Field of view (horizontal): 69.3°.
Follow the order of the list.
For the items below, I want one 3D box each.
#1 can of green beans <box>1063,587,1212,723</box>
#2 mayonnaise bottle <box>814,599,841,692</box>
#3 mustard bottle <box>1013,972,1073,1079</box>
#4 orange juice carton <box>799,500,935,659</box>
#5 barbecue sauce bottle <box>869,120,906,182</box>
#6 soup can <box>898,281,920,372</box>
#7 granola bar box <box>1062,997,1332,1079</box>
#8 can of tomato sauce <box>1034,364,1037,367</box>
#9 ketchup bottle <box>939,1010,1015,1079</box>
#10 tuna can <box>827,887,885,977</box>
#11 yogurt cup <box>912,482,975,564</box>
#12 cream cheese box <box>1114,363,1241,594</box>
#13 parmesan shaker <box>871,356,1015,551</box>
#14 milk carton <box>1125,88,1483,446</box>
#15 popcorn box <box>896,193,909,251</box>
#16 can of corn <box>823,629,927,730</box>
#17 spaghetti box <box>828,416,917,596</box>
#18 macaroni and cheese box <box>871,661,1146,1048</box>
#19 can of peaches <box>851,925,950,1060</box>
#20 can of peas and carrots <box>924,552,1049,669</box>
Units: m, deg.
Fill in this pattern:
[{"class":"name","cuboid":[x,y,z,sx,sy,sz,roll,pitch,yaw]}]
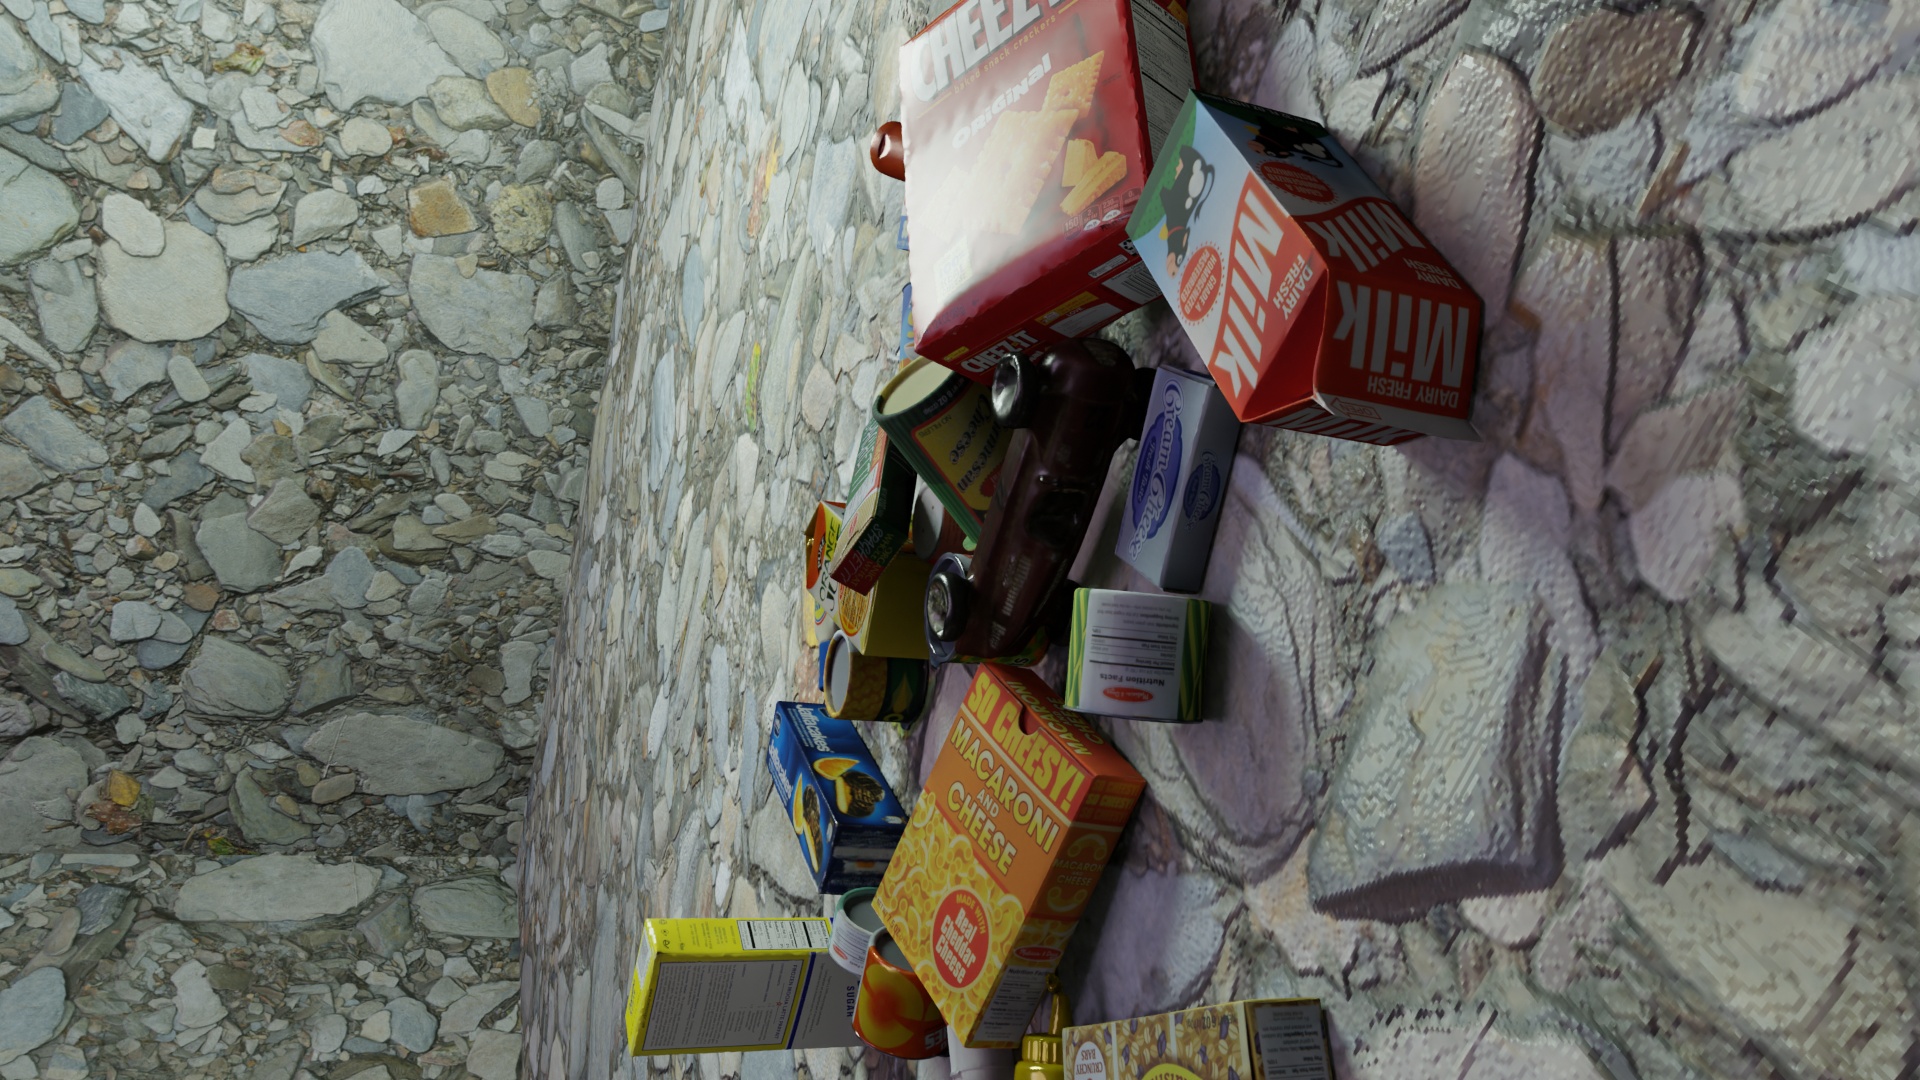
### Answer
[{"class":"can of green beans","cuboid":[0.084,0.054,0.658,0.071,0.071,0.058,179,97,-67]},{"class":"mayonnaise bottle","cuboid":[-0.097,0.049,1.128,0.064,0.041,0.148,143,130,-58]},{"class":"mustard bottle","cuboid":[0.052,0.300,0.694,0.065,0.049,0.160,150,124,-63]},{"class":"orange juice carton","cuboid":[-0.060,0.021,1.007,0.193,0.072,0.073,-144,62,-64]},{"class":"barbecue sauce bottle","cuboid":[0.002,-0.235,0.889,0.149,0.044,0.064,31,111,39]},{"class":"soup can","cuboid":[-0.008,-0.127,0.925,0.071,0.071,0.084,165,109,-66]},{"class":"granola bar box","cuboid":[0.100,0.268,0.598,0.164,0.039,0.124,136,135,-57]},{"class":"can of tomato sauce","cuboid":[0.025,-0.118,0.849,0.083,0.071,0.071,174,101,-68]},{"class":"ketchup bottle","cuboid":[0.006,0.248,0.825,0.064,0.043,0.149,-47,42,51]},{"class":"tuna can","cuboid":[-0.053,0.264,0.938,0.071,0.071,0.032,-136,56,-62]},{"class":"yogurt cup","cuboid":[0.003,-0.011,0.887,0.072,0.054,0.072,-173,89,-67]},{"class":"cream cheese box","cuboid":[0.107,-0.031,0.681,0.053,0.024,0.103,-140,59,-63]},{"class":"parmesan shaker","cuboid":[0.002,-0.053,0.809,0.071,0.103,0.071,-30,27,17]},{"class":"milk carton","cuboid":[0.138,-0.102,0.560,0.191,0.072,0.073,-109,33,-45]},{"class":"popcorn box","cuboid":[-0.004,-0.243,0.985,0.127,0.038,0.085,-147,66,-65]},{"class":"can of corn","cuboid":[-0.063,0.101,1.010,0.071,0.058,0.071,-173,89,-68]},{"class":"spaghetti box","cuboid":[-0.053,-0.043,0.946,0.050,0.028,0.251,-52,14,21]},{"class":"macaroni and cheese box","cuboid":[0.021,0.168,0.756,0.124,0.040,0.166,41,112,53]},{"class":"can of peaches","cuboid":[-0.029,0.283,0.875,0.071,0.071,0.058,-143,62,-64]},{"class":"can of peas and carrots","cuboid":[0.016,0.045,0.834,0.071,0.059,0.071,-174,89,-68]}]
